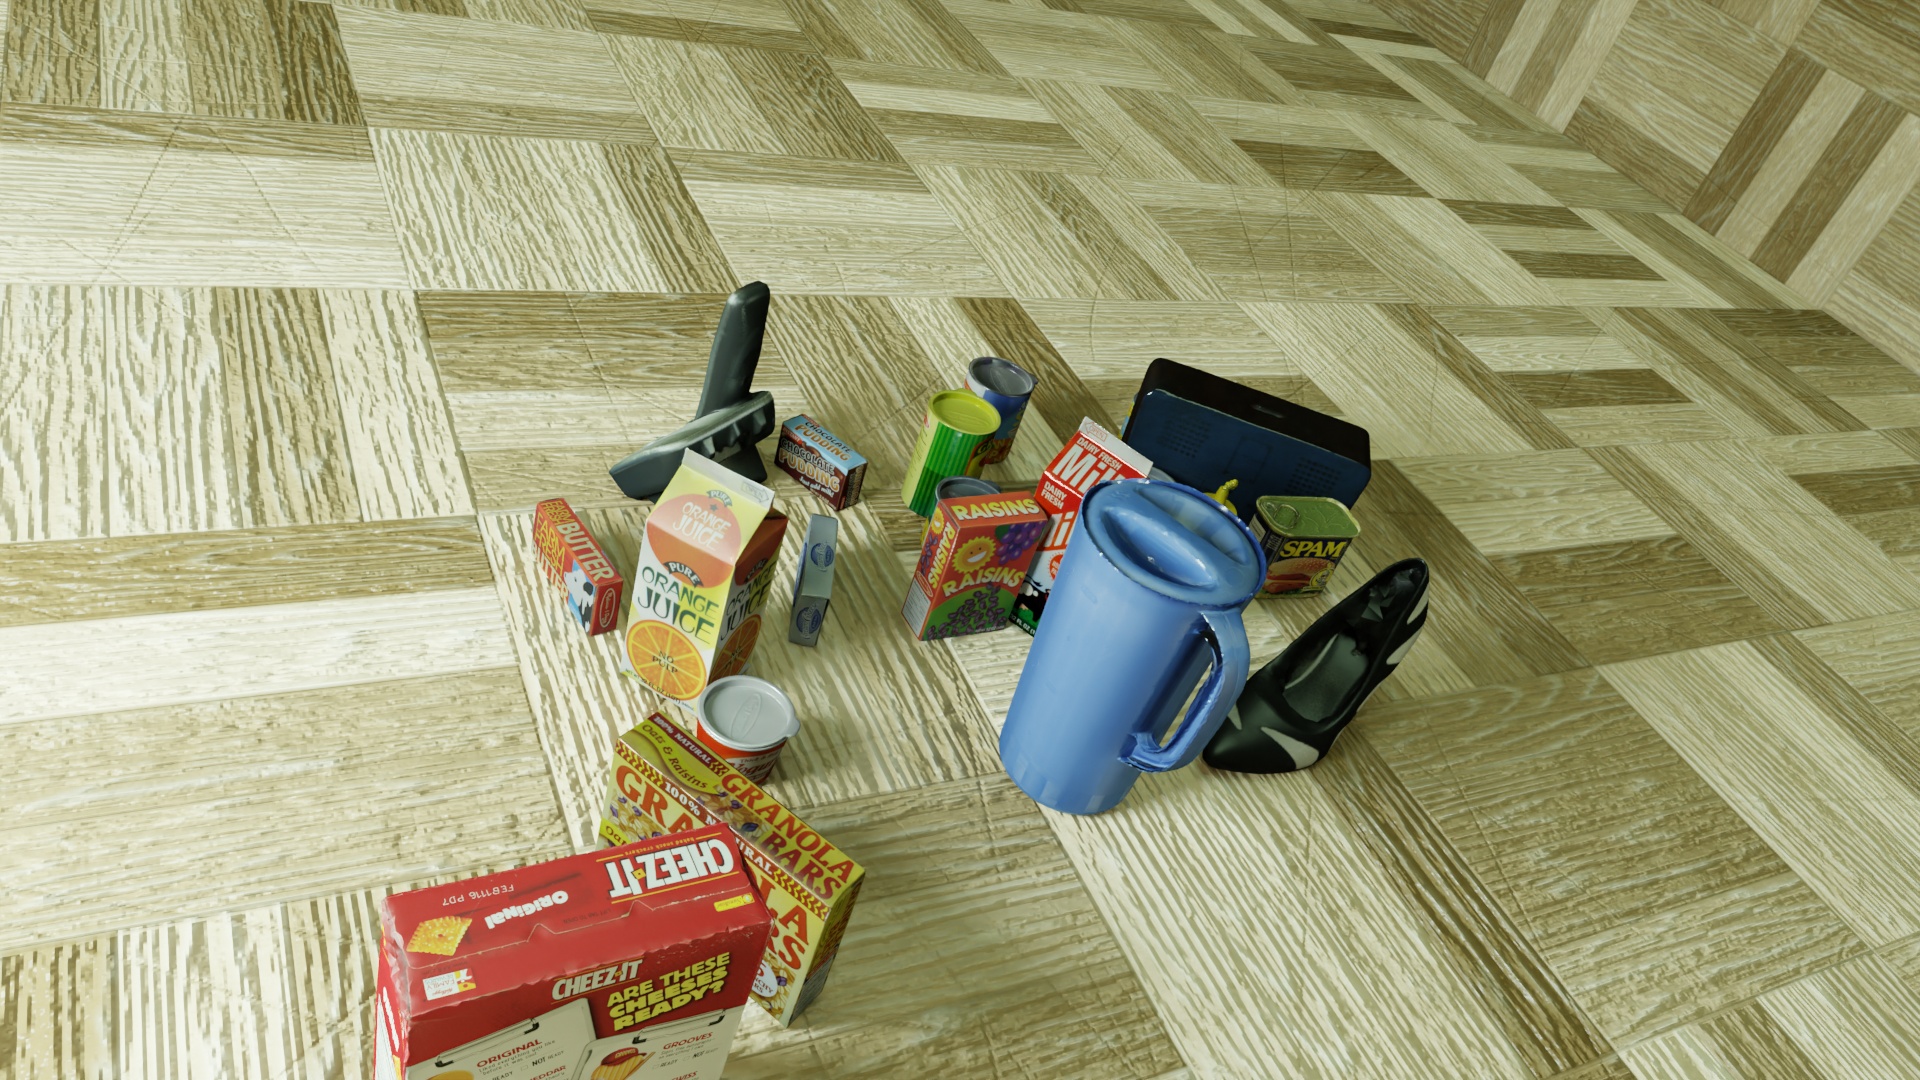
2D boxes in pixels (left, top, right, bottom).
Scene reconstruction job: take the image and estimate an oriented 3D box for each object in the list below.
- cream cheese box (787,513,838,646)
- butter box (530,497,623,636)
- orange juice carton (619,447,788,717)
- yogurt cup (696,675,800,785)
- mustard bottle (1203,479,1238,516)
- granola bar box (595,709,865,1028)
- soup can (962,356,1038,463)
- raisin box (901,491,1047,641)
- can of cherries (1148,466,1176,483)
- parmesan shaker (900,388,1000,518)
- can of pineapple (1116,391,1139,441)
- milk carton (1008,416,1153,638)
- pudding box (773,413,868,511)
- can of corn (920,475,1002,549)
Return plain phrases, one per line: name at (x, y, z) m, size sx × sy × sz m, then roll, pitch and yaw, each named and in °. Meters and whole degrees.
cream cheese box at (-0.118, 0.031, 1.113) m, size 0.024 × 0.053 × 0.104 m, roll 12°, pitch 37°, yaw -10°
butter box at (-0.291, 0.019, 1.051) m, size 0.024 × 0.052 × 0.104 m, roll -15°, pitch 49°, yaw -38°
orange juice carton at (-0.179, 0.025, 0.978) m, size 0.072 × 0.191 × 0.073 m, roll 28°, pitch 37°, yaw 11°
yogurt cup at (-0.153, 0.136, 0.965) m, size 0.072 × 0.053 × 0.073 m, roll 13°, pitch 37°, yaw -10°
mustard bottle at (0.201, 0.007, 1.198) m, size 0.049 × 0.159 × 0.065 m, roll -4°, pitch 43°, yaw -29°
granola bar box at (-0.142, 0.196, 0.834) m, size 0.166 × 0.123 × 0.039 m, roll 34°, pitch 39°, yaw 18°
soup can at (0.031, -0.126, 1.354) m, size 0.071 × 0.083 × 0.072 m, roll 13°, pitch 37°, yaw -10°
raisin box at (0.011, 0.021, 1.126) m, size 0.086 × 0.122 × 0.040 m, roll -5°, pitch 43°, yaw -30°
can of cherries at (0.168, -0.032, 1.319) m, size 0.071 × 0.058 × 0.072 m, roll 13°, pitch 37°, yaw -10°
parmesan shaker at (-0.009, -0.077, 1.258) m, size 0.071 × 0.102 × 0.072 m, roll 13°, pitch 37°, yaw -10°
can of pineapple at (0.199, -0.114, 1.437) m, size 0.071 × 0.057 × 0.071 m, roll 13°, pitch 37°, yaw -10°
milk carton at (0.099, -0.008, 1.146) m, size 0.072 × 0.189 × 0.074 m, roll 37°, pitch 40°, yaw 21°
pudding box at (-0.125, -0.070, 1.241) m, size 0.084 × 0.049 × 0.030 m, roll 37°, pitch 40°, yaw 22°
can of corn at (0.004, -0.015, 1.223) m, size 0.071 × 0.058 × 0.071 m, roll 13°, pitch 37°, yaw -10°
